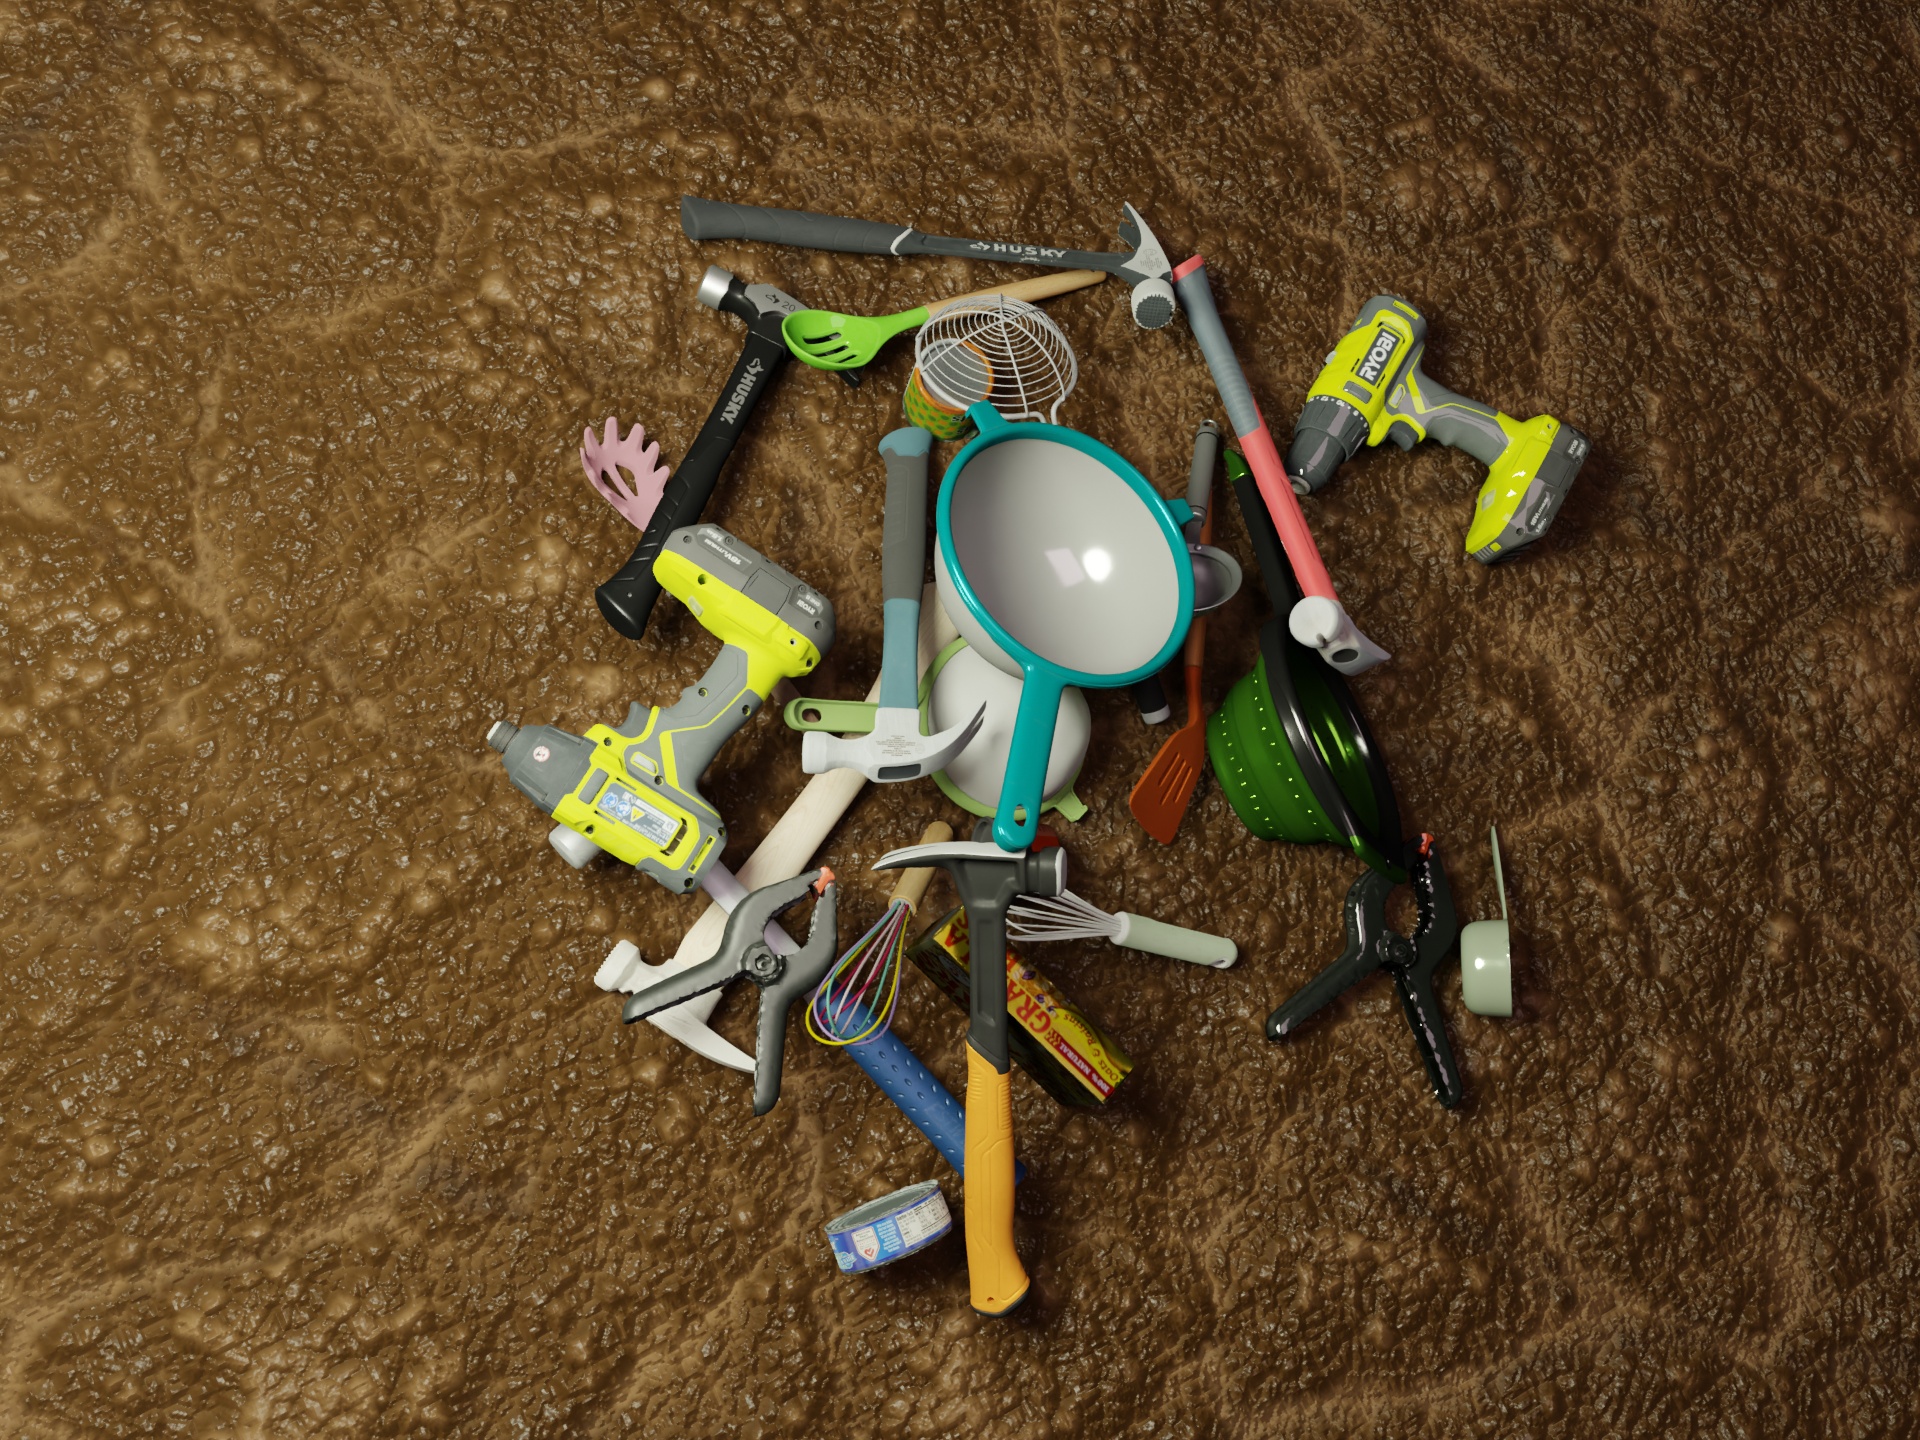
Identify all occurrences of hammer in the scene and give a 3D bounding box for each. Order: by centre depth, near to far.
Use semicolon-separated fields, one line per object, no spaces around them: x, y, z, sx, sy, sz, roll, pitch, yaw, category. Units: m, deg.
0.011;0.246;1.079;0.127;0.034;0.337;1;101;12;hammer
-0.102;0.182;1.135;0.144;0.035;0.405;-43;90;-19;hammer
-0.045;-0.097;1.200;0.128;0.033;0.331;4;55;-4;hammer
-0.096;0.066;1.202;0.146;0.038;0.411;35;71;-3;hammer
-0.188;-0.201;1.220;0.146;0.035;0.335;25;61;-8;hammer
0.251;-0.216;1.305;0.038;0.143;0.387;-28;65;25;hammer
-0.028;-0.400;1.322;0.409;0.036;0.149;5;46;-5;hammer

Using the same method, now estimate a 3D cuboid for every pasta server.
-0.189;-0.099;1.207;0.060;0.040;0.316;-31;76;-29;pasta server

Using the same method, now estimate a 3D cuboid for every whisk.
-0.052;0.144;1.127;0.051;0.047;0.245;56;31;-18;whisk
0.111;0.152;1.185;0.246;0.058;0.059;17;54;-30;whisk

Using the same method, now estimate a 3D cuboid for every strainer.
0.048;-0.050;1.130;0.211;0.095;0.341;23;59;-19;strainer
-0.002;-0.004;1.191;0.256;0.069;0.151;3;79;-27;strainer
0.190;-0.157;1.287;0.087;0.050;0.259;3;52;14;strainer

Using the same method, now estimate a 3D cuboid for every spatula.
0.179;-0.061;1.280;0.041;0.080;0.323;-8;59;29;spatula

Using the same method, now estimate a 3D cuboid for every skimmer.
0.078;-0.165;1.264;0.127;0.090;0.363;-30;105;-27;skimmer

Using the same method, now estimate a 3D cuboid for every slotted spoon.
-0.006;-0.336;1.308;0.313;0.031;0.070;-21;61;-27;slotted spoon

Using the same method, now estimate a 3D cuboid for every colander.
0.240;-0.042;1.271;0.094;0.204;0.397;-26;58;24;colander

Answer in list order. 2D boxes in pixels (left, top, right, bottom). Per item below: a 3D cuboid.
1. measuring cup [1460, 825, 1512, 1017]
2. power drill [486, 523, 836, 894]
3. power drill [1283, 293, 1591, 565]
0.420;0.159;1.281;0.038;0.083;0.168;-4;54;17;measuring cup
-0.201;-0.016;1.095;0.171;0.080;0.223;33;74;-10;power drill
0.401;-0.233;1.365;0.228;0.080;0.190;32;76;0;power drill
